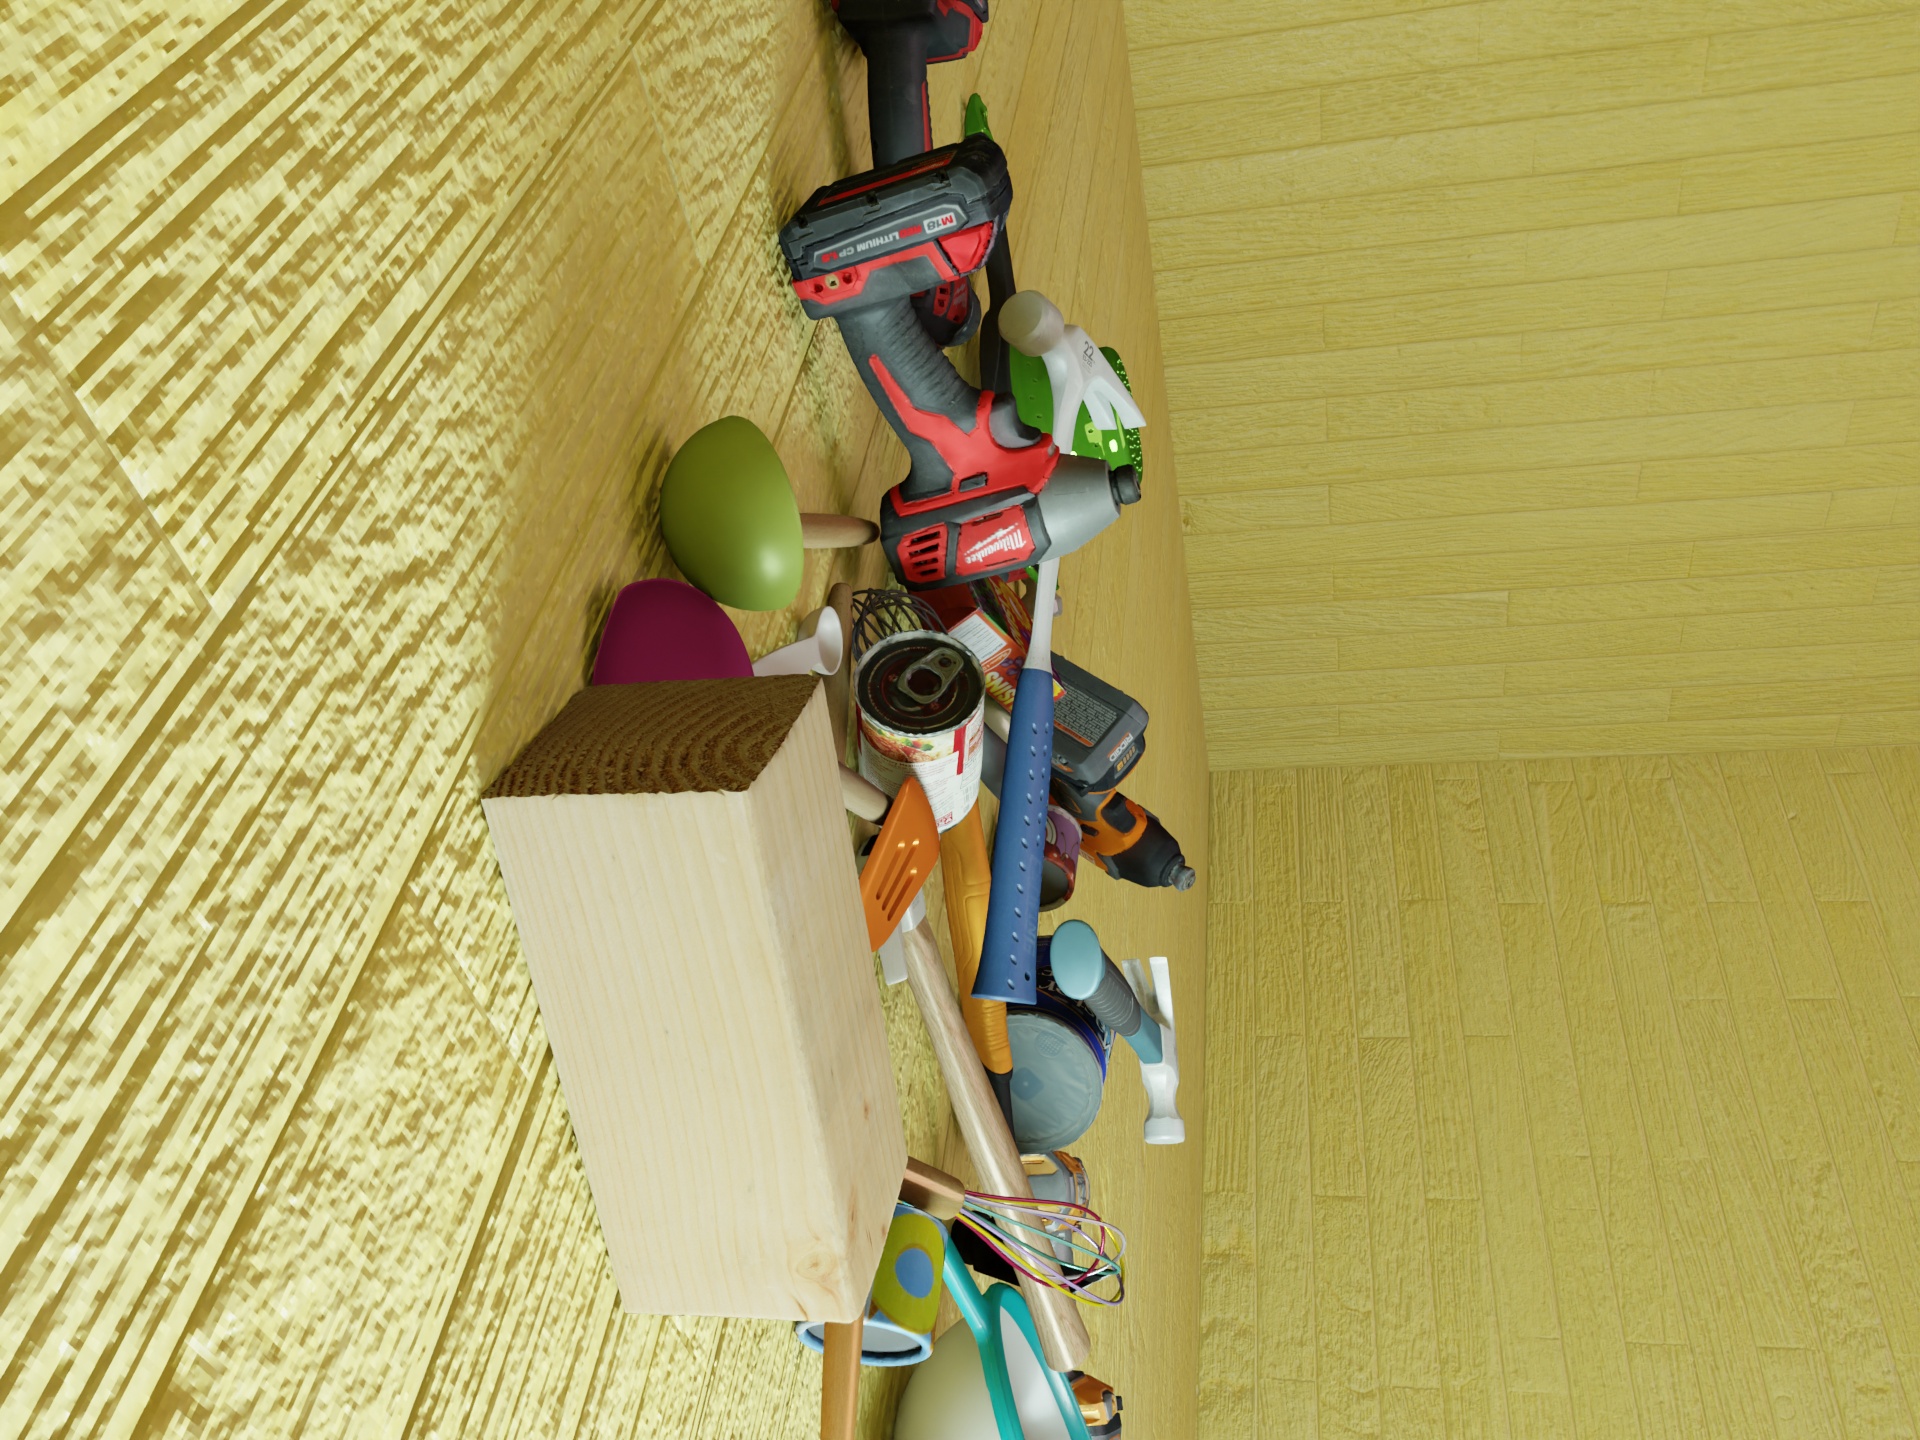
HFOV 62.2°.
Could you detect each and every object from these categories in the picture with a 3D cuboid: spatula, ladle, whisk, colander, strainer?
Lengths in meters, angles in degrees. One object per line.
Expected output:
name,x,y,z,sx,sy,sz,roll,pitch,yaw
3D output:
spatula,-0.040,0.181,0.745,0.081,0.041,0.323,71,17,-56
ladle,-0.069,0.067,0.774,0.069,0.031,0.316,72,18,-60
whisk,0.000,-0.004,0.936,0.238,0.055,0.055,50,37,-48
colander,0.074,-0.305,1.237,0.204,0.094,0.397,14,67,-74
whisk,0.008,0.252,0.826,0.244,0.051,0.047,36,69,-35
ladle,-0.067,-0.093,0.749,0.320,0.062,0.078,-33,106,-79
strainer,-0.007,0.377,0.874,0.211,0.095,0.340,-94,159,-77

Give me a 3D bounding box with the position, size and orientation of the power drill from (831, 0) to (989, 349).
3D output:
power drill,-0.024,-0.333,0.949,0.188,0.080,0.226,-33,122,-75

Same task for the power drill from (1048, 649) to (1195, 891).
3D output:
power drill,0.111,0.053,1.278,0.084,0.164,0.226,-48,149,-16

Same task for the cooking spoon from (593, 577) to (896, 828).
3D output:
cooking spoon,-0.076,0.014,0.704,0.318,0.017,0.069,41,61,-64

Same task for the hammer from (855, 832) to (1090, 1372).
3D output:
hammer,0.008,0.220,0.905,0.130,0.031,0.331,-44,116,-70

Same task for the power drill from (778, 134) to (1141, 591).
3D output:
power drill,0.003,-0.179,0.832,0.079,0.143,0.219,-76,149,-58

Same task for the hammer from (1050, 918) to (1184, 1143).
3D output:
hammer,0.109,0.195,1.056,0.330,0.033,0.128,55,31,-63

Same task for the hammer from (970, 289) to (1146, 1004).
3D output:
hammer,0.050,-0.038,0.944,0.144,0.035,0.406,22,71,-57

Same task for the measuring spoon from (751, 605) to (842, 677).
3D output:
measuring spoon,-0.086,-0.027,0.752,0.124,0.018,0.034,-41,128,-65

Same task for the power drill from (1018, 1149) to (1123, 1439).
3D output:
power drill,0.075,0.445,1.225,0.185,0.084,0.226,54,31,-70

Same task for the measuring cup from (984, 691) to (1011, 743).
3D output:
measuring cup,0.016,-0.004,1.081,0.083,0.038,0.167,51,6,-3

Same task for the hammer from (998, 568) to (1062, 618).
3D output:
hammer,0.028,-0.137,1.218,0.386,0.038,0.143,-32,118,-76

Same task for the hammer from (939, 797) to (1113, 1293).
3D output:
hammer,0.020,0.188,0.998,0.034,0.127,0.337,-11,93,-38
